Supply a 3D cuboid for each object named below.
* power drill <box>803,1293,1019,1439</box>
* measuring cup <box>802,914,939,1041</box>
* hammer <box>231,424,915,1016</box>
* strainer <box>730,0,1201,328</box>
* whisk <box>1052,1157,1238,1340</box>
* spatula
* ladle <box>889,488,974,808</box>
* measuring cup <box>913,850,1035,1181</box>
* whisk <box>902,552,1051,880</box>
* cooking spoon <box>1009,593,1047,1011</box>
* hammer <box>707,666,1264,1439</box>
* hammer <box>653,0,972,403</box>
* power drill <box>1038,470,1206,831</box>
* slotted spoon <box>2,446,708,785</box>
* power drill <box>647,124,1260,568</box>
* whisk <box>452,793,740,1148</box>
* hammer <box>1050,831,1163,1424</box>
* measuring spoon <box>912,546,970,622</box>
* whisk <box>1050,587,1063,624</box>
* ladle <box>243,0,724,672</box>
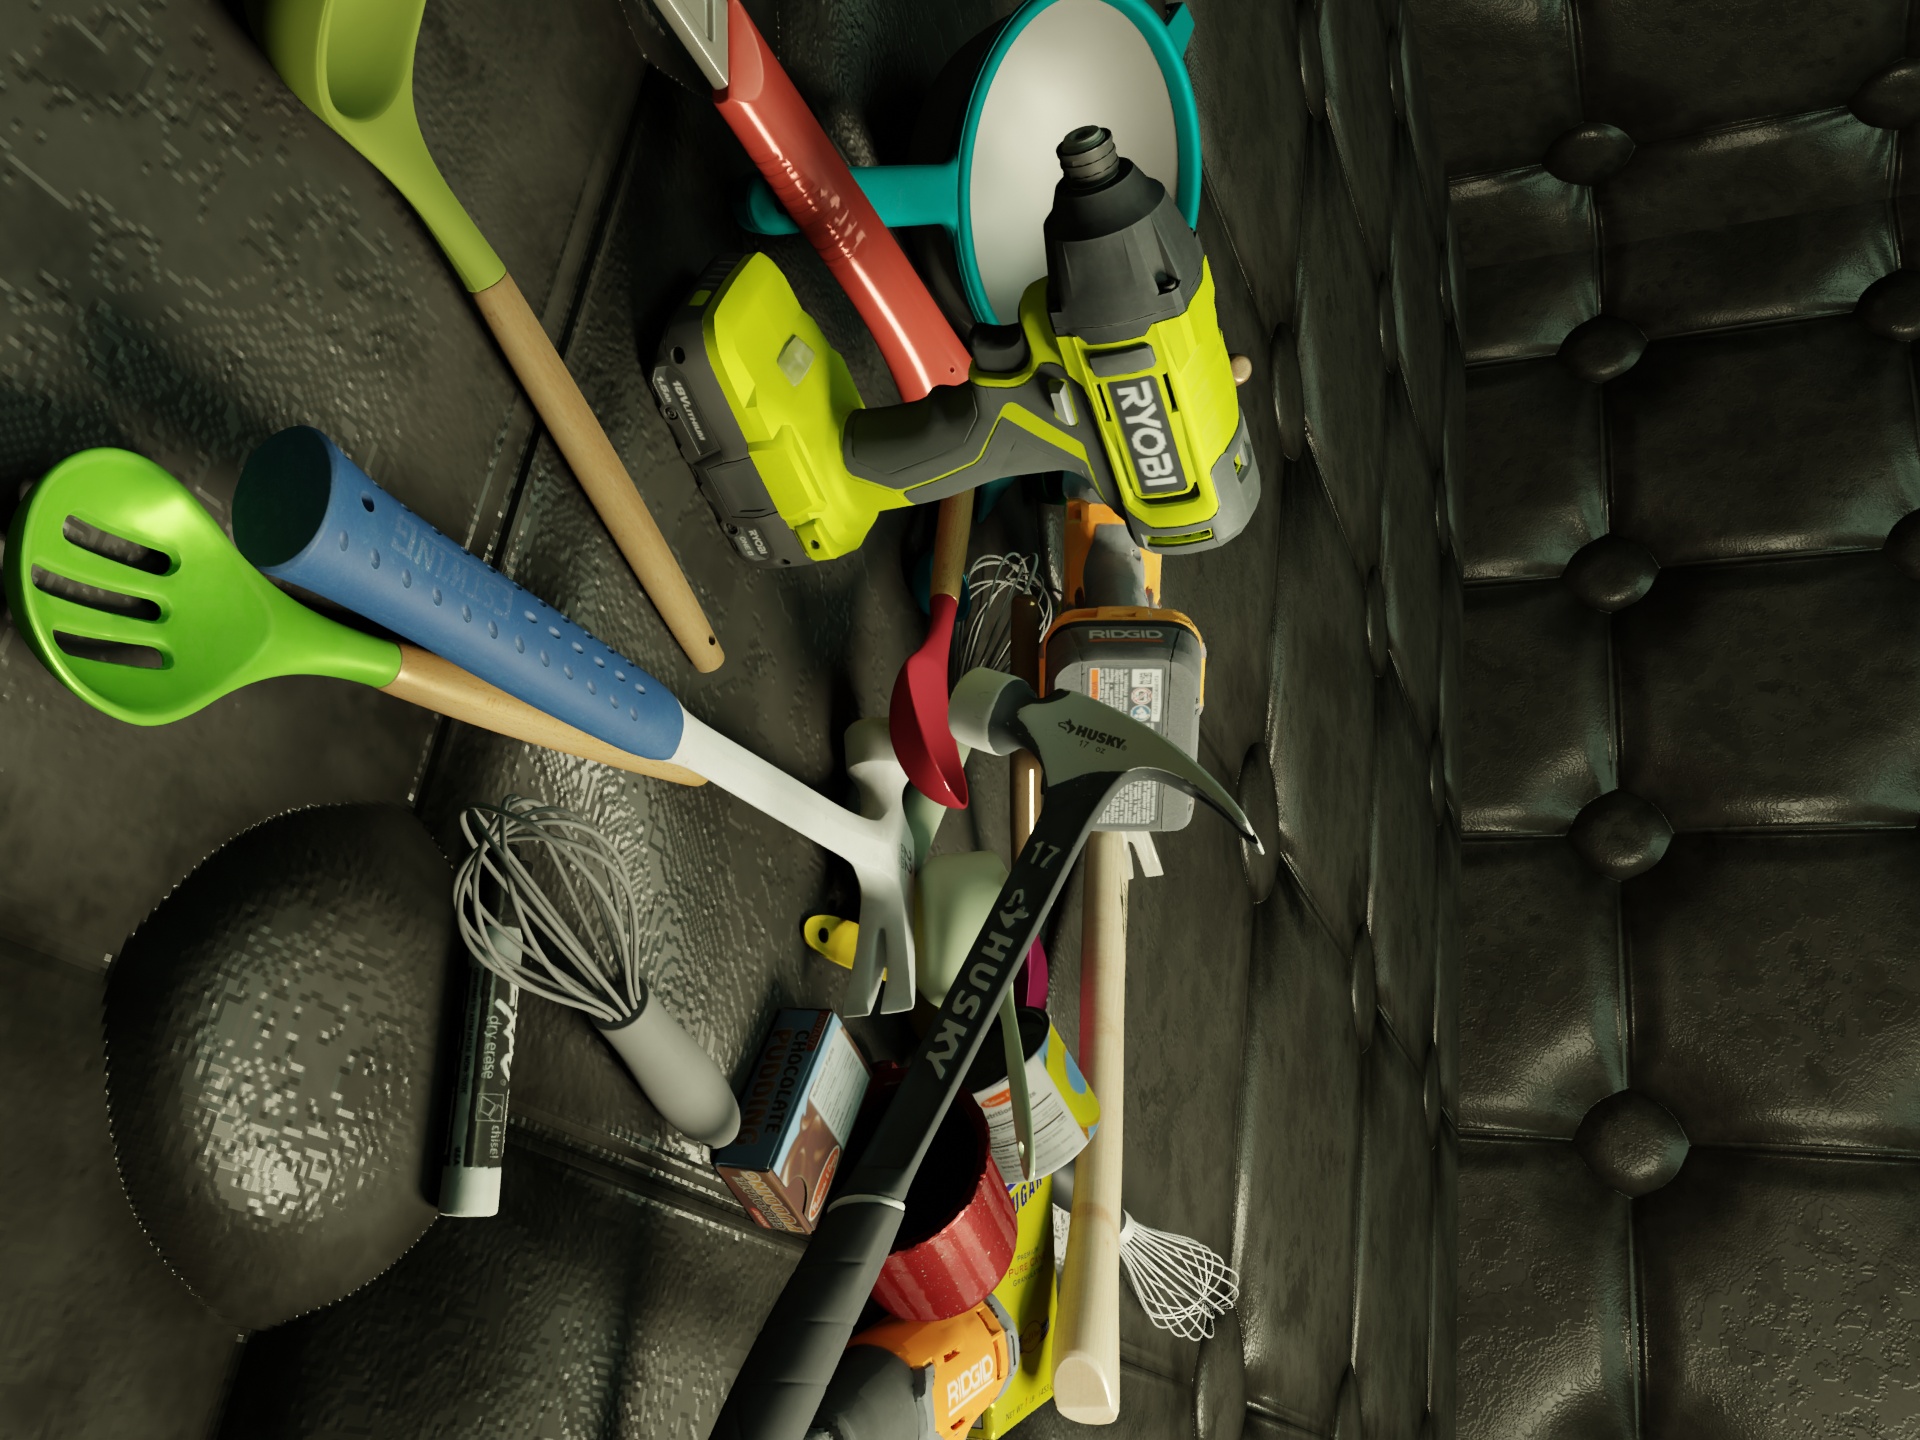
[{"bbox_3d":[-0.024,0.387,0.712,0.164,0.084,0.226,7,76,-64],"label":"power drill"},{"bbox_3d":[-0.035,0.125,0.794,0.156,0.029,0.062,32,57,-46],"label":"measuring cup"},{"bbox_3d":[-0.103,0.011,0.588,0.405,0.035,0.144,41,42,-61],"label":"hammer"},{"bbox_3d":[-0.006,-0.282,0.844,0.340,0.095,0.211,-20,119,-43],"label":"strainer"},{"bbox_3d":[0.113,0.343,1.044,0.284,0.070,0.070,51,42,-44],"label":"whisk"},{"bbox_3d":[0.069,-0.149,0.795,0.044,0.317,0.082,39,82,-17],"label":"spatula"},{"bbox_3d":[-0.006,-0.079,0.821,0.316,0.031,0.069,-84,154,-43],"label":"ladle"},{"bbox_3d":[0.004,0.134,0.730,0.083,0.038,0.168,106,-19,-46],"label":"measuring cup"},{"bbox_3d":[-0.001,-0.003,0.855,0.057,0.059,0.246,34,51,-14],"label":"whisk"},{"bbox_3d":[0.036,0.083,0.892,0.069,0.017,0.318,-52,145,-64],"label":"cooking spoon"},{"bbox_3d":[-0.022,0.171,0.610,0.409,0.149,0.036,-62,147,-15],"label":"hammer"},{"bbox_3d":[-0.076,-0.259,0.670,0.358,0.037,0.149,49,58,-47],"label":"hammer"},{"bbox_3d":[0.086,-0.028,0.892,0.226,0.084,0.185,-85,174,-55],"label":"power drill"},{"bbox_3d":[-0.168,-0.010,0.513,0.313,0.031,0.070,27,59,-64],"label":"slotted spoon"},{"bbox_3d":[-0.004,-0.141,0.647,0.080,0.223,0.171,-69,146,-42],"label":"power drill"},{"bbox_3d":[-0.116,0.099,0.556,0.238,0.055,0.055,74,25,-53],"label":"whisk"},{"bbox_3d":[0.087,0.205,0.950,0.146,0.038,0.411,63,25,-44],"label":"hammer"},{"bbox_3d":[-0.011,-0.105,0.882,0.042,0.021,0.129,45,37,-41],"label":"measuring spoon"},{"bbox_3d":[0.113,-0.048,1.105,0.244,0.051,0.047,34,51,-63],"label":"whisk"},{"bbox_3d":[-0.142,-0.133,0.554,0.319,0.062,0.078,66,29,-42],"label":"ladle"}]
